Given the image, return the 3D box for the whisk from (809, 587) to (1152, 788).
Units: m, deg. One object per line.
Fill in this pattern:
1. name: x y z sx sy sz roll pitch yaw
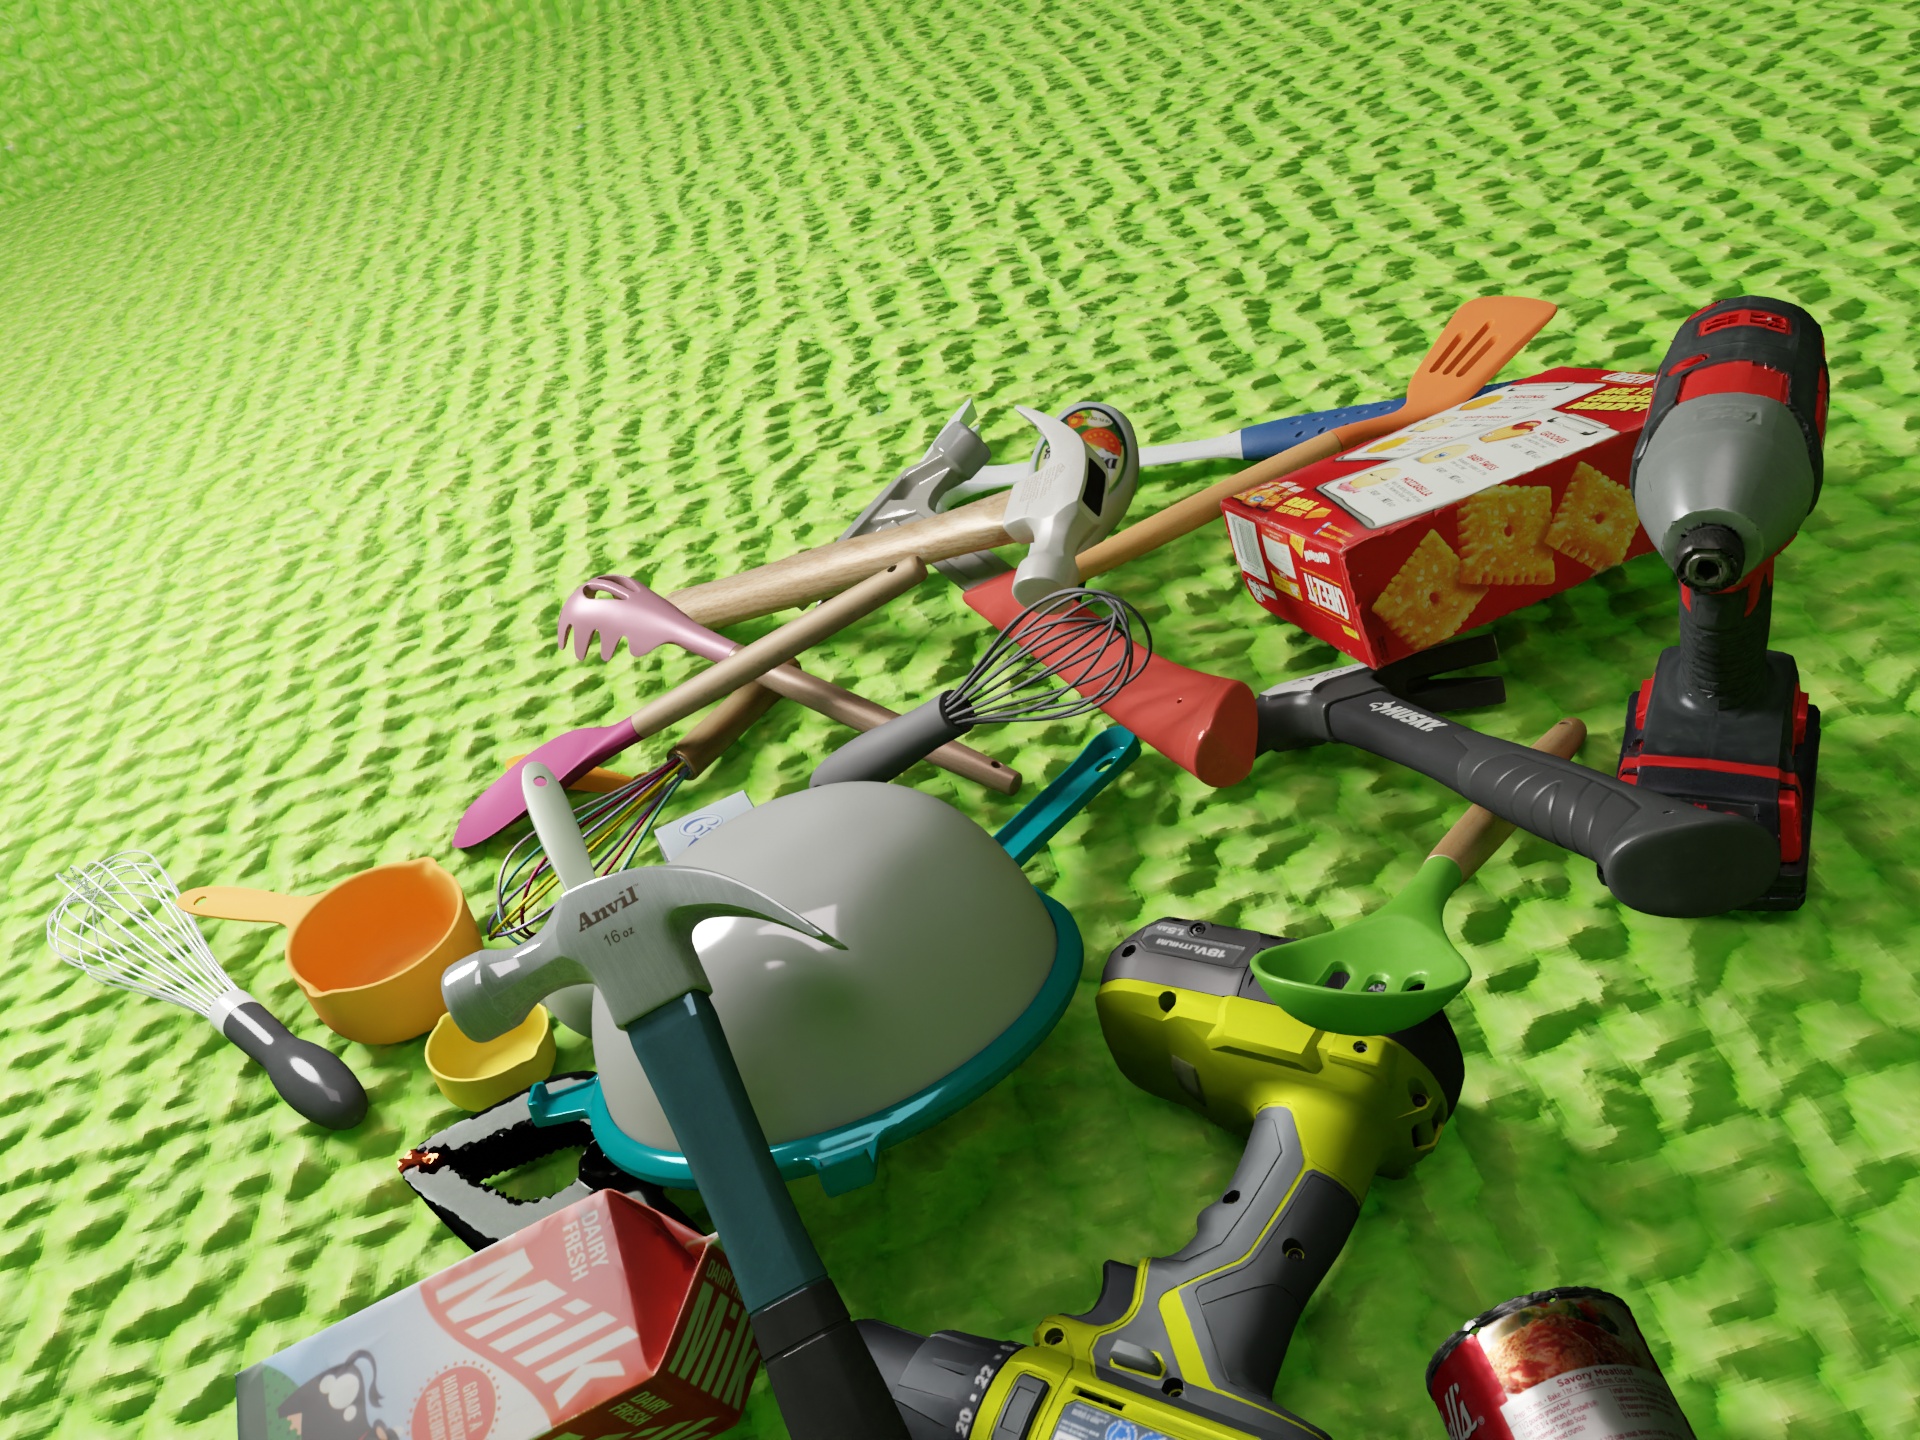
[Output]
1. whisk: 0.000 -0.002 0.763 0.239 0.055 0.055 -28 23 45

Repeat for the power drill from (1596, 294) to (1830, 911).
1. power drill: 0.293 -0.035 0.614 0.078 0.219 0.143 6 43 28

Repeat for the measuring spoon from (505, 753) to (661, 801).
1. measuring spoon: -0.219 0.029 0.911 0.117 0.011 0.021 8 45 30

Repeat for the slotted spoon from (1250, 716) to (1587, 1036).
1. slotted spoon: 0.198 0.051 0.619 0.070 0.031 0.314 4 20 35

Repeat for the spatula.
1. spatula: 0.187 -0.154 0.893 0.322 0.041 0.081 -27 24 -10

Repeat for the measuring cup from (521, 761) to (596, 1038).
1. measuring cup: -0.178 0.075 0.765 0.083 0.038 0.168 -13 56 -30

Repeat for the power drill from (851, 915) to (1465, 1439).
1. power drill: 0.067 0.183 0.558 0.191 0.080 0.229 8 47 30

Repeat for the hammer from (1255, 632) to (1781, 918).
1. hammer: 0.206 0.015 0.626 0.146 0.035 0.335 -15 11 -5

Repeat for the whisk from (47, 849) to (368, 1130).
1. whisk: -0.386 0.136 0.816 0.285 0.070 0.070 23 53 34

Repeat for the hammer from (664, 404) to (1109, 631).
1. hammer: -0.056 -0.091 0.894 0.331 0.031 0.130 -11 51 40

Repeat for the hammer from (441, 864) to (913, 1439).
1. hammer: -0.048 0.193 0.493 0.128 0.033 0.331 -29 70 2

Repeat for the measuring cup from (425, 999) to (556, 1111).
1. measuring cup: -0.189 0.132 0.771 0.062 0.029 0.156 13 36 31

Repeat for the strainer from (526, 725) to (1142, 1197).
1. strainer: -0.026 0.055 0.681 0.211 0.095 0.340 -3 25 42

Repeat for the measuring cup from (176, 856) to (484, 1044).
1. measuring cup: -0.321 0.115 0.807 0.174 0.052 0.095 4 41 22

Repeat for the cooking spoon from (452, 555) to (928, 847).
1. cooking spoon: -0.152 -0.008 0.855 0.319 0.017 0.069 -28 30 19

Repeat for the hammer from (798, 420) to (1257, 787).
1. hammer: 0.029 -0.050 0.826 0.149 0.036 0.359 -48 37 1

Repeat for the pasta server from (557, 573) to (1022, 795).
1. pasta server: -0.102 -0.019 0.878 0.316 0.040 0.060 24 44 25

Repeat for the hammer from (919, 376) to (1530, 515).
1. hammer: 0.164 -0.174 0.988 0.405 0.035 0.144 -5 40 16

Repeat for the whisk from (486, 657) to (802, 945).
1. whisk: -0.162 0.037 0.856 0.051 0.047 0.245 27 50 20
